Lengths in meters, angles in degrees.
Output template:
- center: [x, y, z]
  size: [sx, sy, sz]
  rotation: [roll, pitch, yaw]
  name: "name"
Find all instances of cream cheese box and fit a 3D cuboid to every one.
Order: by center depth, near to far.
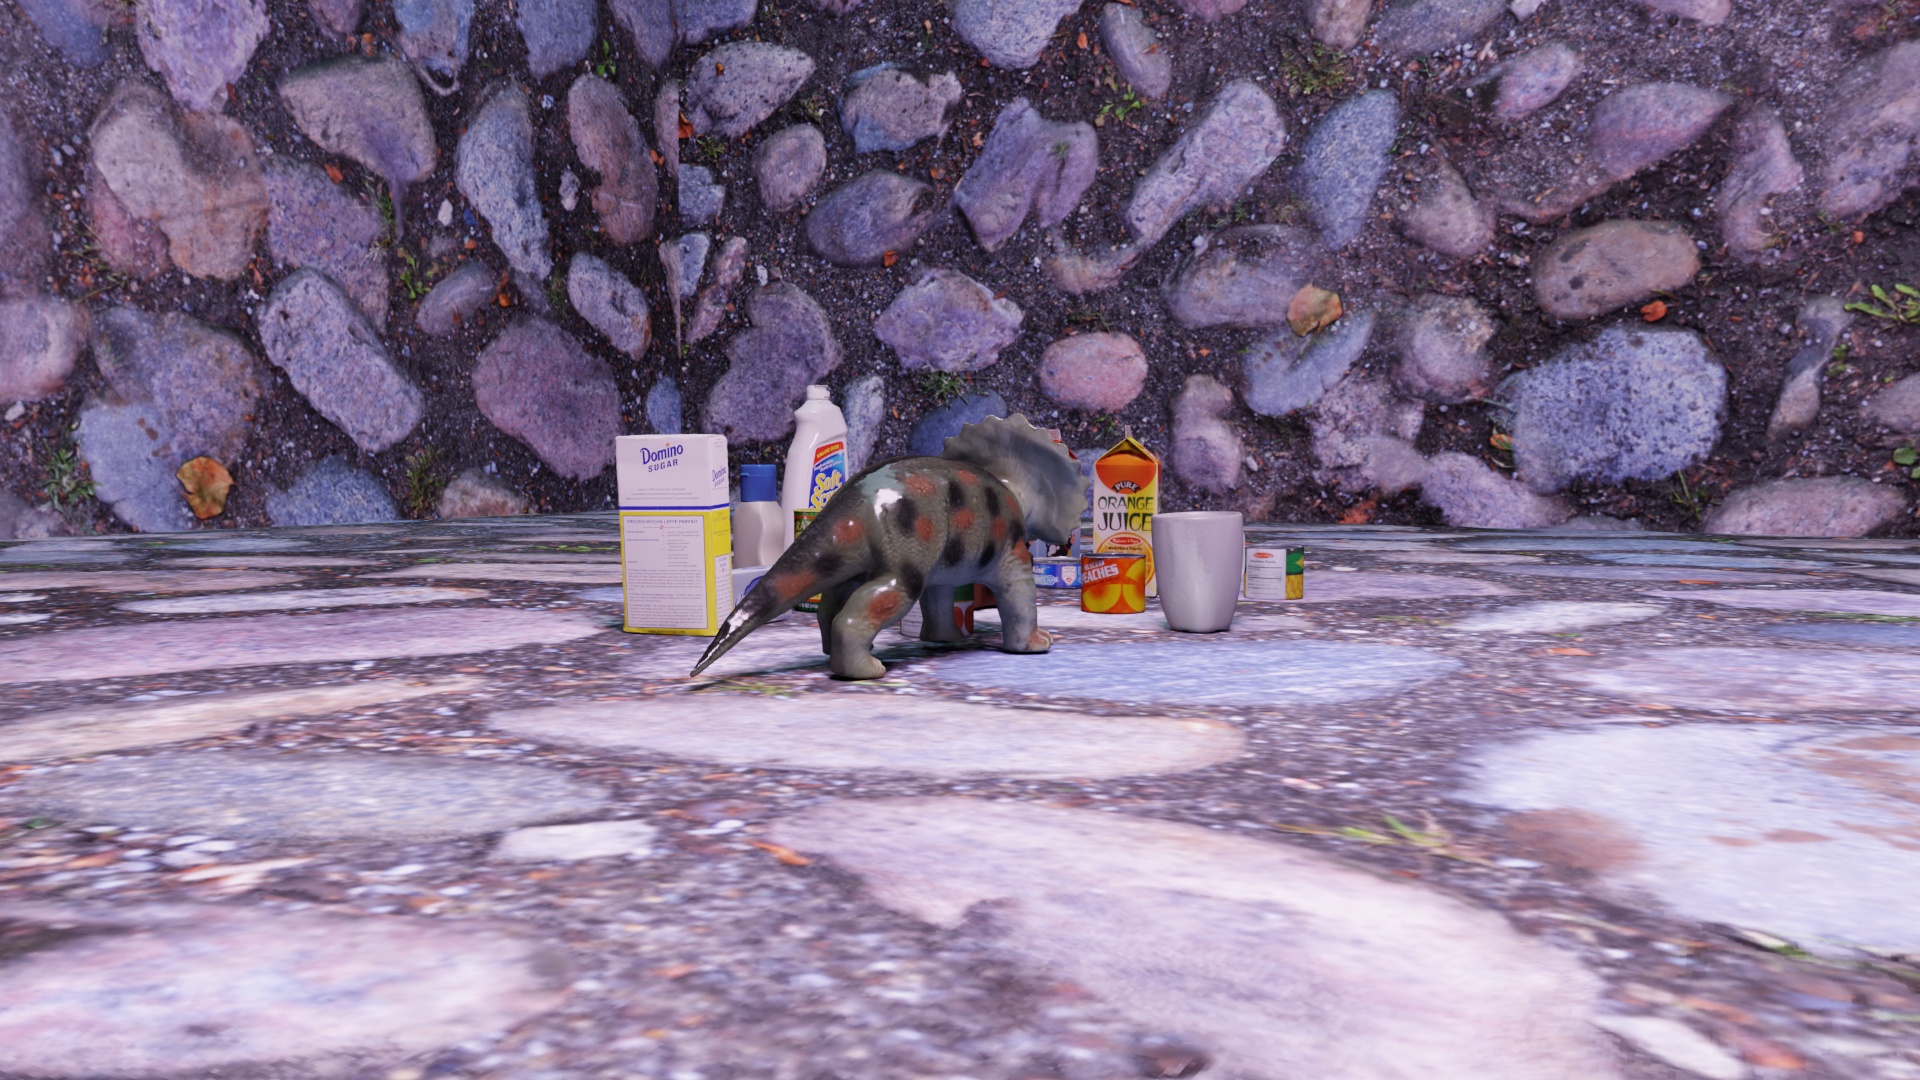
- center: [-0.193, 0.052, 1.292]
  size: [0.024, 0.053, 0.104]
  rotation: [2, 4, 27]
  name: "cream cheese box"

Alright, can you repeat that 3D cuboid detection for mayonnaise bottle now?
- center: [-0.206, -0.003, 1.419]
  size: [0.064, 0.148, 0.041]
  rotation: [3, 4, 42]
  name: "mayonnaise bottle"

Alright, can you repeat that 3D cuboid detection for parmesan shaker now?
- center: [-0.135, 0.020, 1.414]
  size: [0.071, 0.103, 0.071]
  rotation: [0, 3, 0]
  name: "parmesan shaker"

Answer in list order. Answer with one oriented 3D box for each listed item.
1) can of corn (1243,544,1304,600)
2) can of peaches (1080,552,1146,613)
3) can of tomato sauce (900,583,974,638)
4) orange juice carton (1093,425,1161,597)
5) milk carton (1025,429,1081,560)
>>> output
- center: [0.350, 0.035, 1.549]
  size: [0.071, 0.058, 0.071]
  rotation: [0, 3, 0]
  name: "can of corn"
- center: [0.153, 0.043, 1.407]
  size: [0.071, 0.058, 0.071]
  rotation: [0, 3, 0]
  name: "can of peaches"
- center: [-0.019, 0.041, 1.225]
  size: [0.071, 0.083, 0.071]
  rotation: [0, 3, 0]
  name: "can of tomato sauce"
- center: [0.189, -0.034, 1.568]
  size: [0.073, 0.192, 0.072]
  rotation: [1, 3, 12]
  name: "orange juice carton"
- center: [0.103, -0.045, 1.755]
  size: [0.073, 0.190, 0.072]
  rotation: [-2, 4, -37]
  name: "milk carton"
